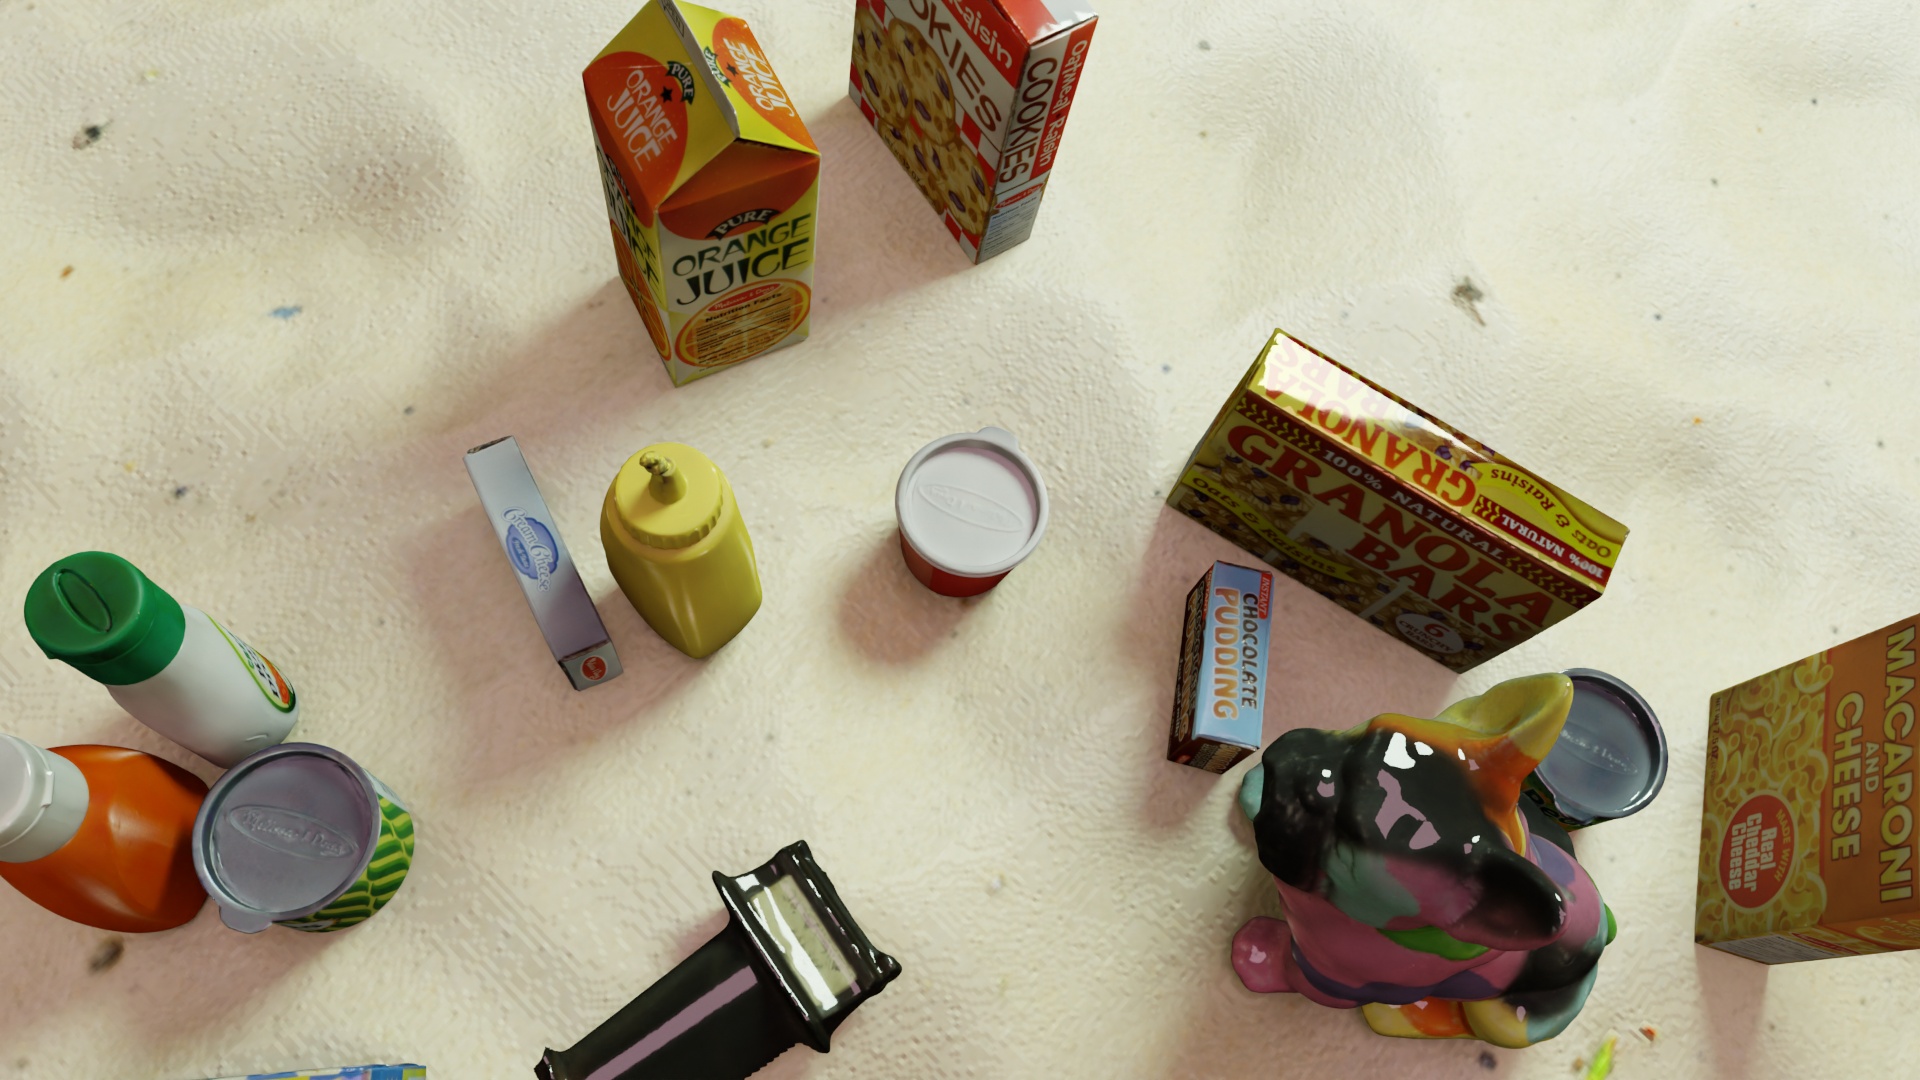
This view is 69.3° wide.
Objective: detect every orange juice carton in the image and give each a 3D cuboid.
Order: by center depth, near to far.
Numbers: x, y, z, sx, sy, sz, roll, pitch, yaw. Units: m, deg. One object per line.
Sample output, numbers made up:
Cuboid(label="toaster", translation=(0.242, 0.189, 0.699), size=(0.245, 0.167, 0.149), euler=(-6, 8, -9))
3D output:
Cuboid(label="orange juice carton", translation=(-0.108, -0.148, 0.592), size=(0.073, 0.192, 0.072), euler=(-24, 74, -16))

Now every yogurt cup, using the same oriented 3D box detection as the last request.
Cuboid(label="yogurt cup", translation=(0.002, -0.008, 0.628), size=(0.072, 0.053, 0.072), euler=(3, 69, -7))

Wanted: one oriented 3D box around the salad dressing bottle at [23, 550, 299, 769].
Cuboid(label="salad dressing bottle", translation=(-0.292, 0.046, 0.515), size=(0.044, 0.147, 0.064), euler=(-41, 80, -19))

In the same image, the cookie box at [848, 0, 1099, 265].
Cuboid(label="cookie box", translation=(-0.002, -0.226, 0.651), size=(0.040, 0.166, 0.123), euler=(-30, 76, -17))

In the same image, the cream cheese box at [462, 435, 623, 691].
Cuboid(label="cream cheese box", translation=(-0.178, 0.011, 0.595), size=(0.024, 0.053, 0.104), euler=(-25, 74, -16))

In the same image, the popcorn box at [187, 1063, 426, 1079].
Cuboid(label="popcorn box", translation=(-0.264, 0.209, 0.489), size=(0.127, 0.085, 0.038), euler=(-2, 70, -9))

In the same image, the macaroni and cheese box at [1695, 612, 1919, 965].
Cuboid(label="macaroni and cheese box", translation=(0.377, 0.105, 0.577), size=(0.040, 0.165, 0.124), euler=(17, 68, -1))

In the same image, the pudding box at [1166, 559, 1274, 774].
Cuboid(label="pudding box", translation=(0.117, 0.057, 0.621), size=(0.030, 0.049, 0.084), euler=(12, 68, -3))

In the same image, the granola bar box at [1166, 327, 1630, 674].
Cuboid(label="granola bar box", translation=(0.185, -0.011, 0.617), size=(0.165, 0.123, 0.039), euler=(31, 68, 4))

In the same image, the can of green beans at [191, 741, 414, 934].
Cuboid(label="can of green beans", translation=(-0.254, 0.117, 0.541), size=(0.071, 0.057, 0.071), euler=(3, 69, -7))

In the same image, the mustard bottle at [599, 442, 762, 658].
Cuboid(label="mustard bottle", translation=(-0.112, -0.001, 0.552), size=(0.065, 0.159, 0.049), euler=(44, 70, 9))

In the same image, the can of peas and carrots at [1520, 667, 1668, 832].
Cuboid(label="can of peas and carrots", translation=(0.268, 0.098, 0.622), size=(0.071, 0.058, 0.071), euler=(3, 69, -7))

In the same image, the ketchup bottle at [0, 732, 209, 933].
Cuboid(label="ketchup bottle", translation=(-0.310, 0.100, 0.491), size=(0.043, 0.148, 0.065), euler=(-3, 70, -9))
